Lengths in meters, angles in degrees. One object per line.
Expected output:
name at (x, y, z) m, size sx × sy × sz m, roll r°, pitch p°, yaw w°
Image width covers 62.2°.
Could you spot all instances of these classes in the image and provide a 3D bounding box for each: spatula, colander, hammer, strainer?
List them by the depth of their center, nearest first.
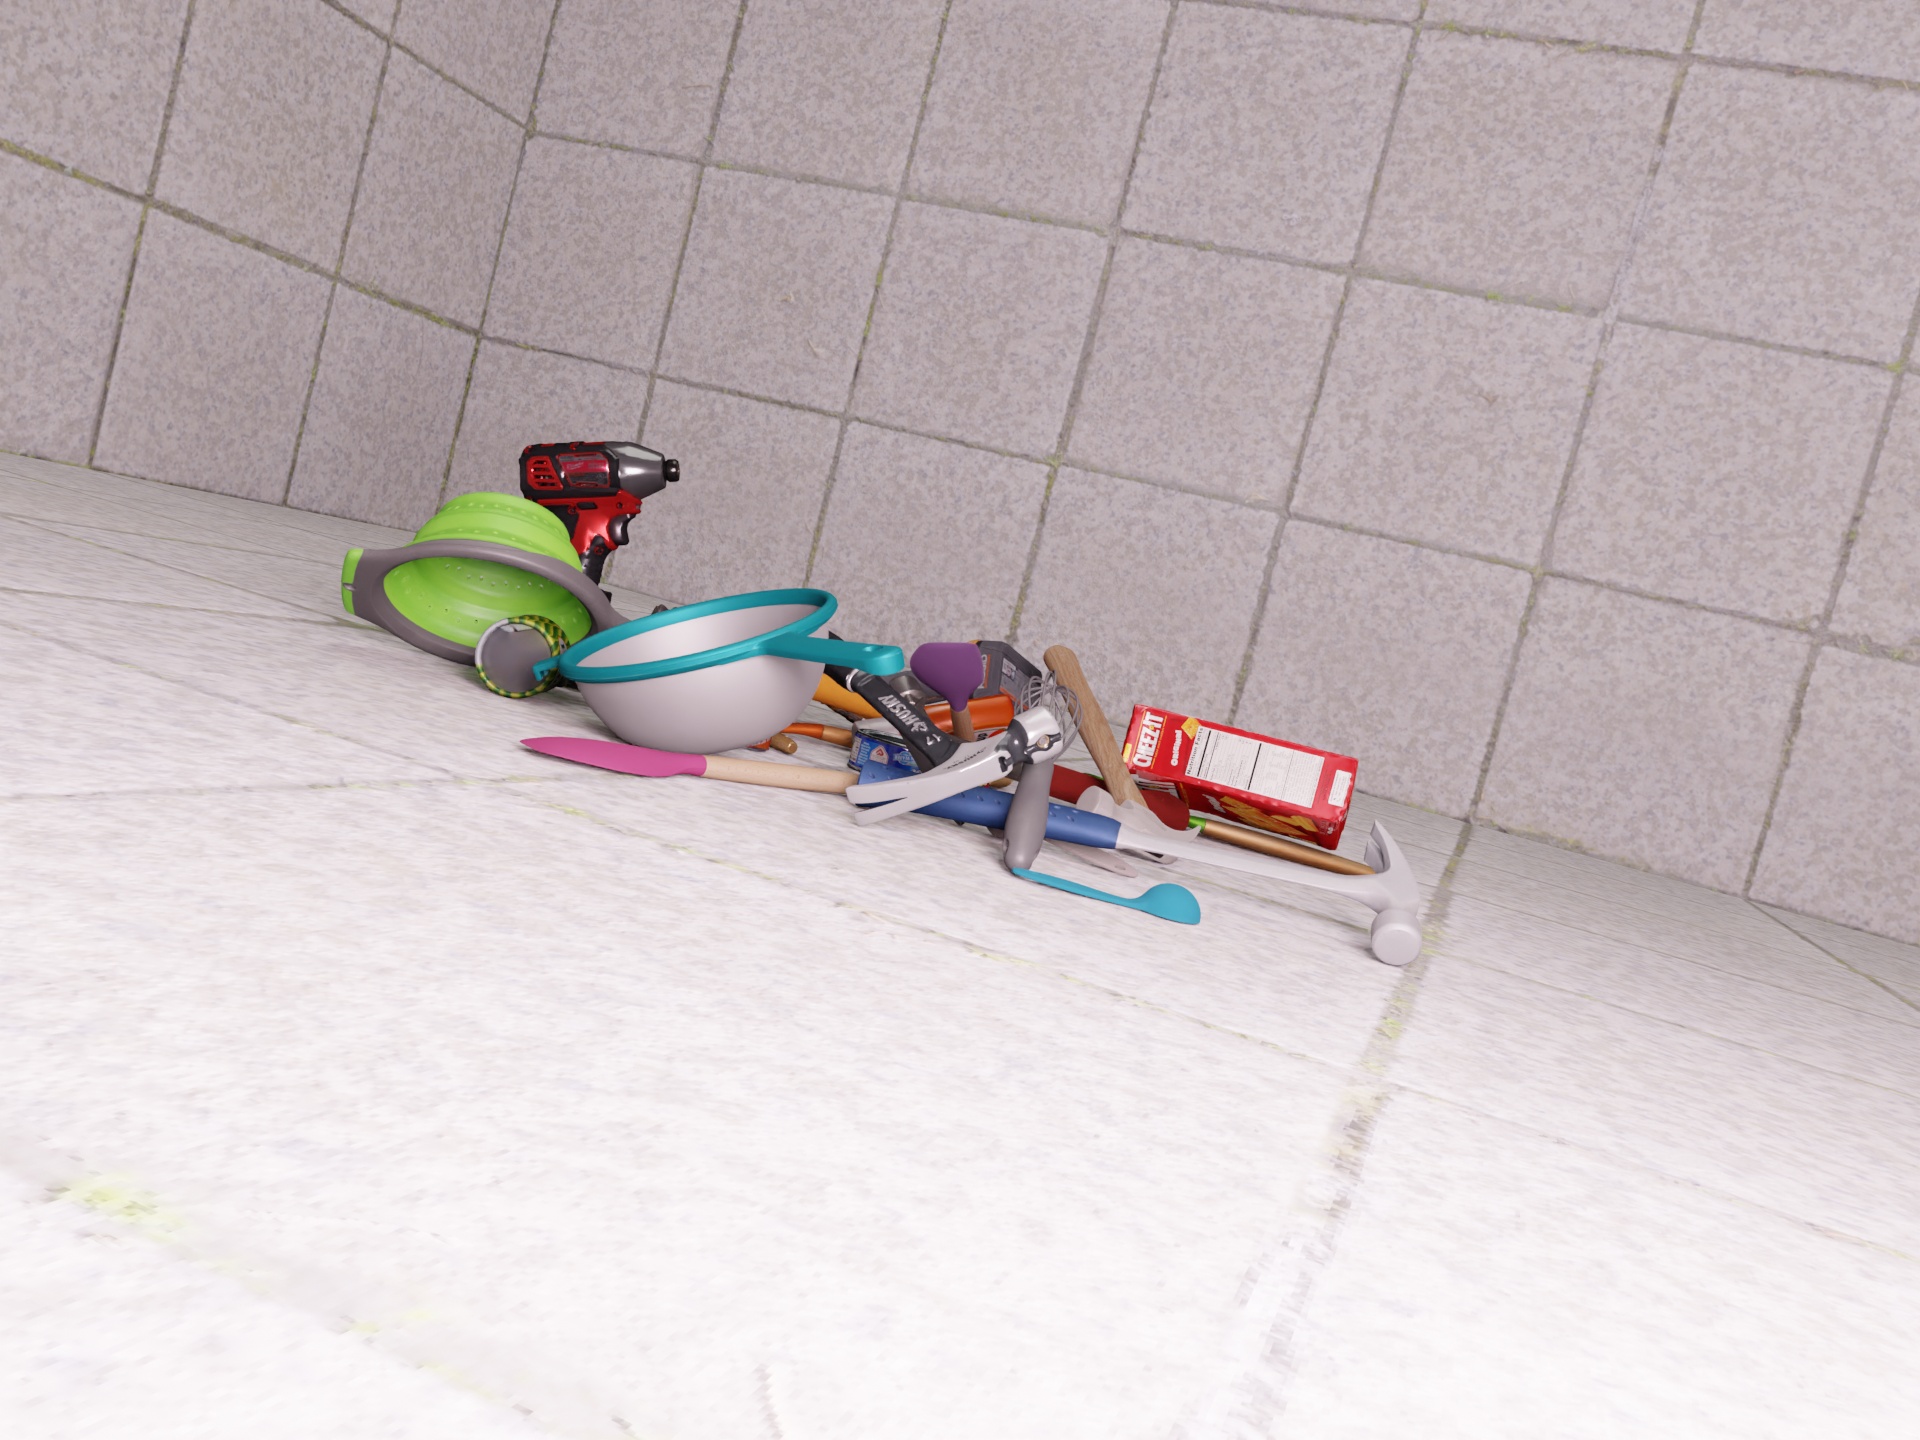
strainer at (-0.145, -0.021, 1.145) m, size 0.211 × 0.095 × 0.340 m, roll -23°, pitch 21°, yaw -36°
hammer at (0.125, 0.084, 1.149) m, size 0.405 × 0.035 × 0.144 m, roll 12°, pitch 27°, yaw 7°
hammer at (-0.075, -0.024, 1.234) m, size 0.149 × 0.036 × 0.409 m, roll -24°, pitch 27°, yaw -15°
hammer at (0.088, 0.059, 1.362) m, size 0.358 × 0.036 × 0.149 m, roll 19°, pitch 29°, yaw -45°
colander at (-0.317, -0.111, 1.371) m, size 0.397 × 0.095 × 0.204 m, roll 12°, pitch -28°, yaw -17°
spatula at (-0.002, -0.004, 1.387) m, size 0.060 × 0.018 × 0.315 m, roll 0°, pitch -21°, yaw 5°
hammer at (0.126, 0.021, 1.412) m, size 0.130 × 0.031 × 0.332 m, roll 30°, pitch 20°, yaw -24°
spatula at (-0.109, 0.008, 1.526) m, size 0.322 × 0.041 × 0.081 m, roll 14°, pitch -5°, yaw -20°
hammer at (-0.083, -0.012, 1.536) m, size 0.336 × 0.034 × 0.127 m, roll 20°, pitch -10°, yaw -31°

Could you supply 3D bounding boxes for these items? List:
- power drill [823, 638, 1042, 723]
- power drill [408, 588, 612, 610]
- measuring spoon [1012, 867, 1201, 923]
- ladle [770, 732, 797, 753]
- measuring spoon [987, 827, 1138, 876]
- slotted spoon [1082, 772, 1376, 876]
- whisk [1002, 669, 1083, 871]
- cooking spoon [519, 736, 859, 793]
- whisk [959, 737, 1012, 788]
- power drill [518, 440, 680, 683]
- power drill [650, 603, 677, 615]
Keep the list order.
power drill at (-0.029, -0.024, 1.694) m, size 0.226 × 0.084 × 0.185 m, roll -1°, pitch -17°, yaw 26°
power drill at (-0.495, -0.122, 1.706) m, size 0.223 × 0.080 × 0.171 m, roll 11°, pitch 5°, yaw -6°
measuring spoon at (0.097, 0.106, 1.035) m, size 0.128 × 0.021 × 0.042 m, roll 15°, pitch 4°, yaw -6°
ladle at (-0.239, -0.015, 1.484) m, size 0.069 × 0.031 × 0.316 m, roll 20°, pitch 2°, yaw -41°
measuring spoon at (0.073, 0.096, 1.186) m, size 0.124 × 0.018 × 0.034 m, roll 22°, pitch 24°, yaw 12°
slotted spoon at (0.261, 0.109, 1.546) m, size 0.313 × 0.031 × 0.070 m, roll 16°, pitch -15°, yaw -6°
whisk at (0.053, 0.035, 1.140) m, size 0.055 × 0.055 × 0.239 m, roll 15°, pitch 33°, yaw 1°
cooking spoon at (-0.163, 0.034, 1.127) m, size 0.318 × 0.017 × 0.069 m, roll 10°, pitch 5°, yaw -44°
whisk at (0.018, 0.052, 1.436) m, size 0.047 × 0.051 × 0.245 m, roll 35°, pitch 4°, yaw 12°
power drill at (-0.324, -0.146, 1.459) m, size 0.143 × 0.219 × 0.078 m, roll -3°, pitch 5°, yaw -2°
power drill at (-0.240, -0.069, 1.637) m, size 0.164 × 0.084 × 0.226 m, roll 30°, pitch -2°, yaw -14°
